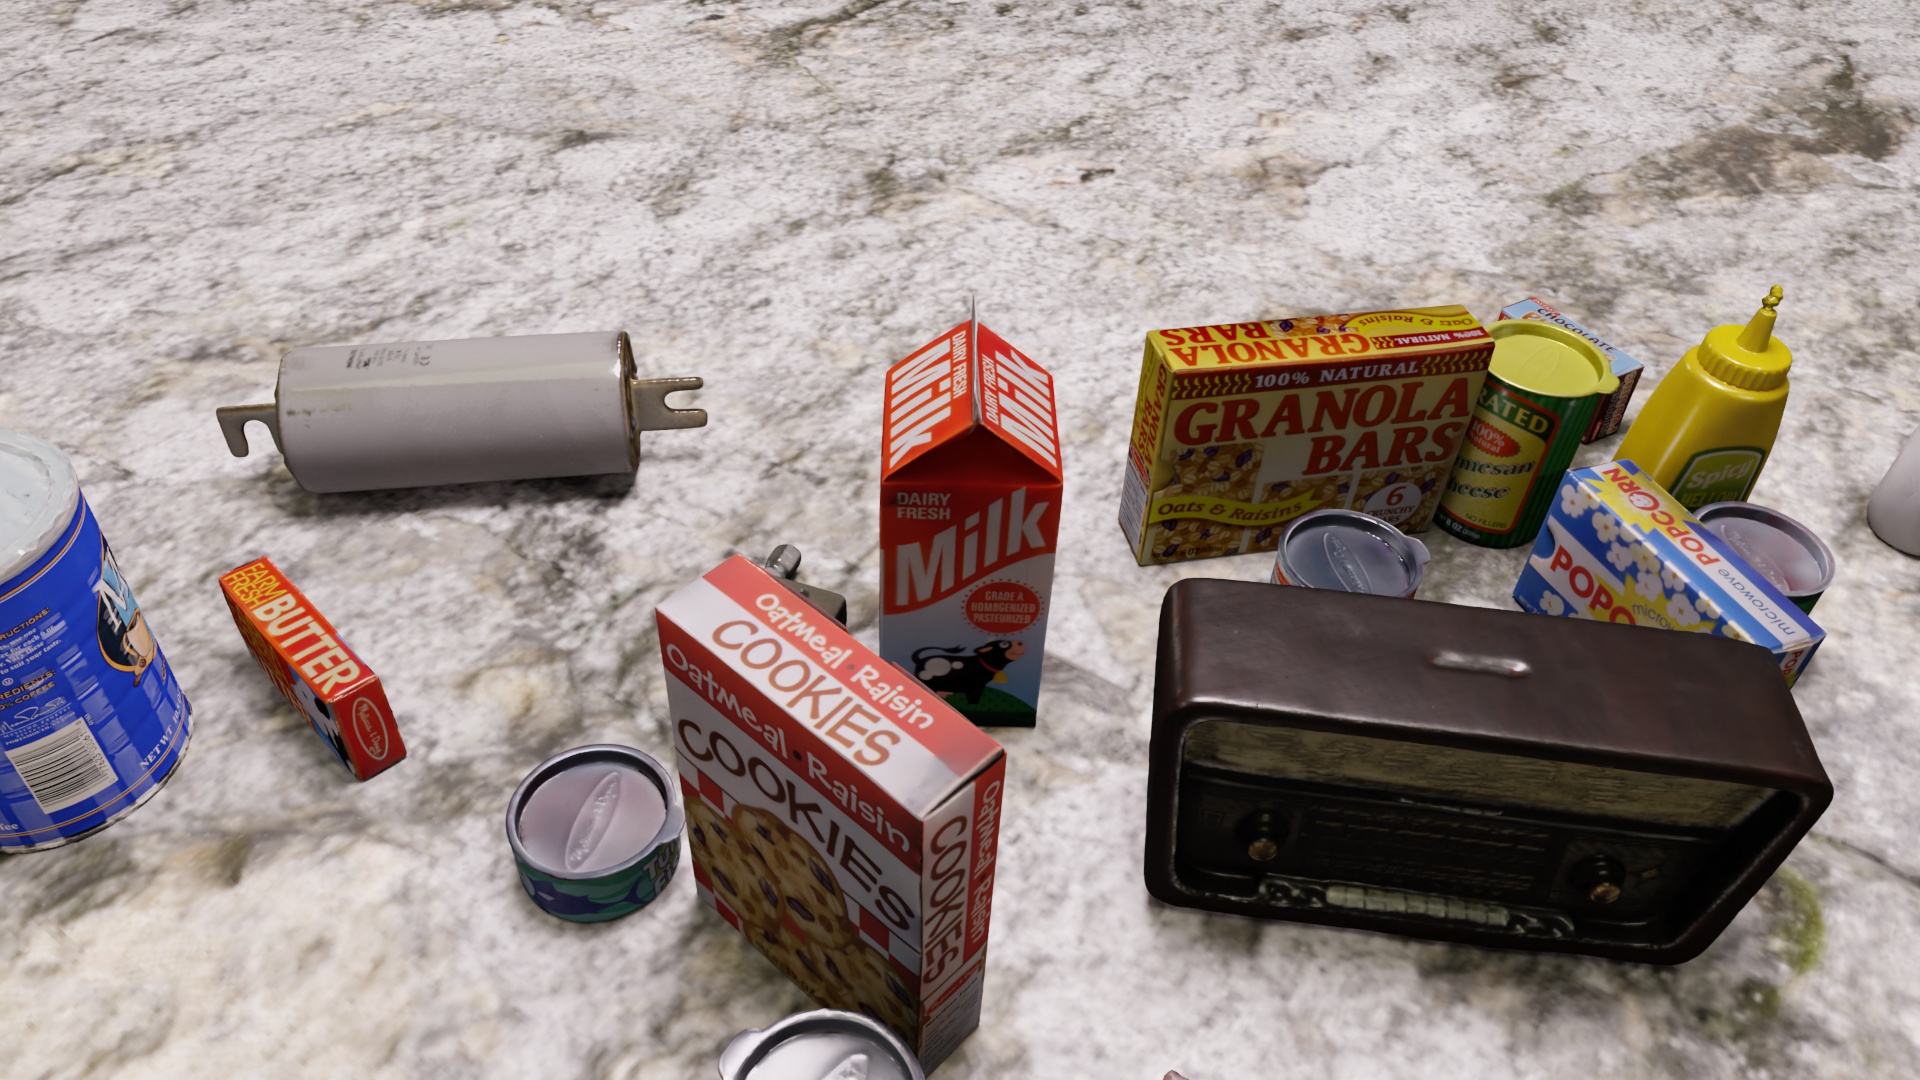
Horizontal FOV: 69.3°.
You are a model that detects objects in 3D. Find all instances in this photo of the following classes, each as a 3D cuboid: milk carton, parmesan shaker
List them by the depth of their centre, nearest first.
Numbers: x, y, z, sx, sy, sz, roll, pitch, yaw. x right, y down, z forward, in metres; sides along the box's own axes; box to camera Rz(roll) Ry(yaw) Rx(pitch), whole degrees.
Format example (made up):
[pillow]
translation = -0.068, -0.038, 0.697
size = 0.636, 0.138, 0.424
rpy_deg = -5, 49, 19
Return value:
[milk carton]
translation = 0.002, -0.007, 0.590
size = 0.073, 0.189, 0.073
rpy_deg = 1, 42, -2
[parmesan shaker]
translation = 0.289, -0.053, 0.723
size = 0.071, 0.102, 0.072
rpy_deg = 2, 42, -2

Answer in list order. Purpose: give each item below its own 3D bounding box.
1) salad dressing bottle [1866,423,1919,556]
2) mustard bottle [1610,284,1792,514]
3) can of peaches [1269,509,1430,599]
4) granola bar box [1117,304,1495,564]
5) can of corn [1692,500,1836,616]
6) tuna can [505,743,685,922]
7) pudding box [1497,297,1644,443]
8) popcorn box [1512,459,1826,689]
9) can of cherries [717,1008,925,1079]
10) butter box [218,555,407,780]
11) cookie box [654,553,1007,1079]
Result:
[salad dressing bottle]
translation = 0.523, -0.058, 0.711
size = 0.064, 0.146, 0.044
rpy_deg = -13, 45, -17
[mustard bottle]
translation = 0.370, -0.055, 0.689
size = 0.065, 0.159, 0.049
rpy_deg = -4, 43, -7
[can of peaches]
translation = 0.182, 0.028, 0.661
size = 0.071, 0.057, 0.071
rpy_deg = 2, 42, -2
[granola bar box]
translation = 0.170, -0.052, 0.699
size = 0.166, 0.123, 0.039
rpy_deg = -7, 43, -11
[can of corn]
translation = 0.376, 0.024, 0.677
size = 0.071, 0.058, 0.071
rpy_deg = 2, 42, -2
[tuna can]
translation = -0.144, 0.118, 0.560
size = 0.071, 0.032, 0.071
rpy_deg = 2, 42, -2
[pudding box]
translation = 0.354, -0.102, 0.820
size = 0.030, 0.049, 0.084
rpy_deg = -21, 47, -24
[popcorn box]
translation = 0.322, 0.034, 0.643
size = 0.038, 0.084, 0.127
rpy_deg = -13, 45, -17
[can of cherries]
translation = -0.046, 0.198, 0.460
size = 0.071, 0.058, 0.072
rpy_deg = 2, 42, -2
[butter box]
translation = -0.283, 0.054, 0.606
size = 0.104, 0.052, 0.024
rpy_deg = 35, 51, 30
[cookie box]
translation = -0.046, 0.101, 0.486
size = 0.123, 0.166, 0.040
rpy_deg = 33, 50, 28
